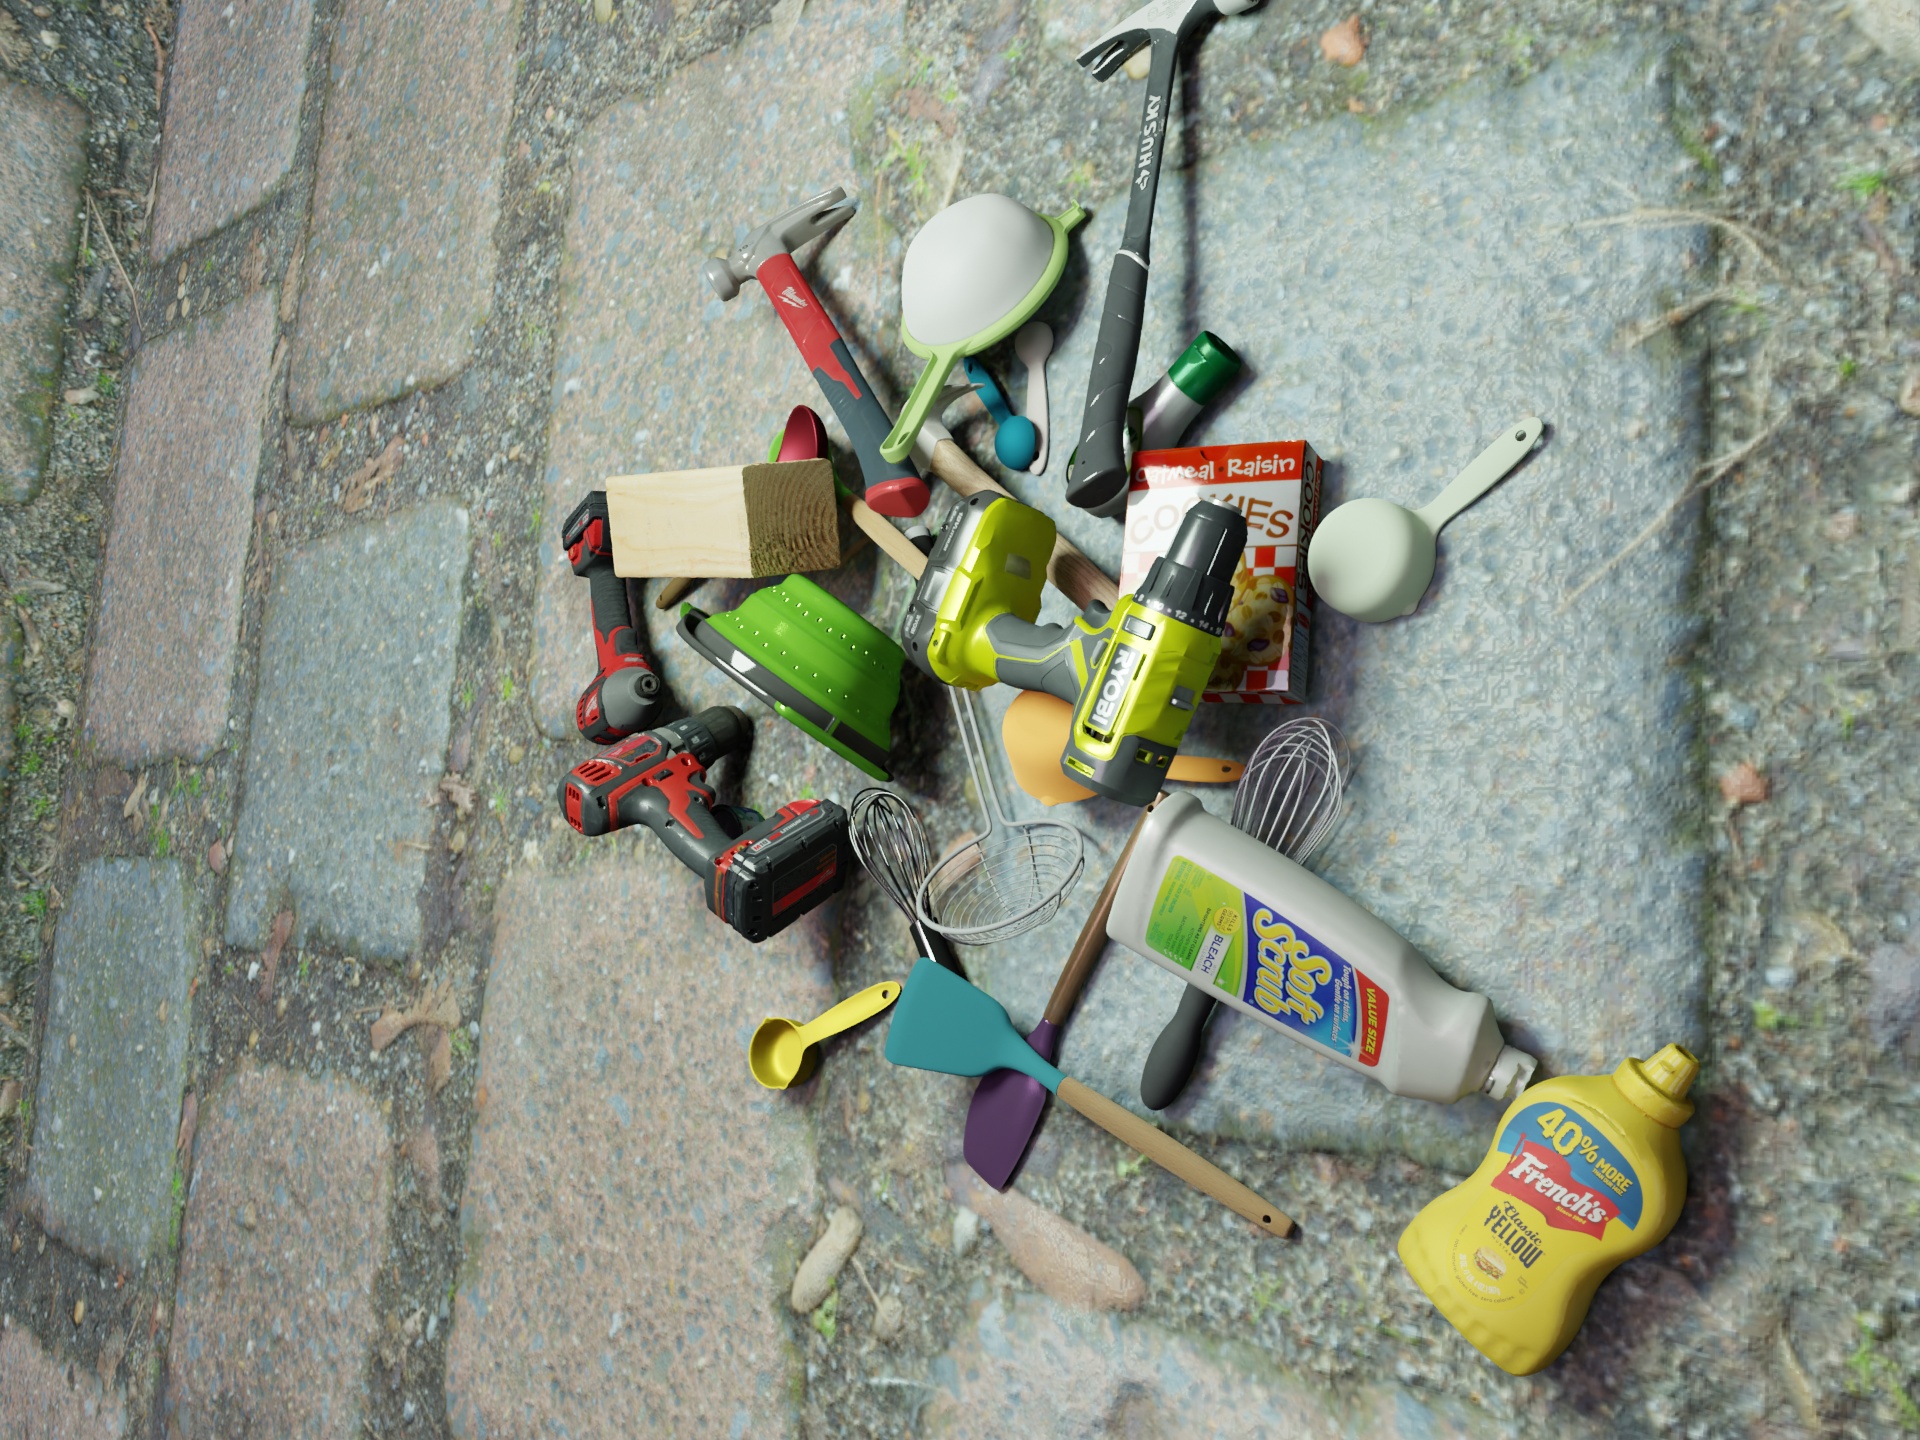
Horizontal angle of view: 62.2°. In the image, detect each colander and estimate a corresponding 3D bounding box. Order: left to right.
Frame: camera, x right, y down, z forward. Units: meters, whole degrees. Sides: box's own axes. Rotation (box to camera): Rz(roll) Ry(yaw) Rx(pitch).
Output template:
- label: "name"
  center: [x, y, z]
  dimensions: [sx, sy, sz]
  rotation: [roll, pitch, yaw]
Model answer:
- label: "colander"
  center: [-0.145, -0.070, 1.298]
  dimensions: [0.094, 0.204, 0.397]
  rotation: [-54, 30, -1]

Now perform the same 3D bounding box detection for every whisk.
- label: "whisk"
  center: [-0.030, 0.155, 1.205]
  dimensions: [0.055, 0.055, 0.239]
  rotation: [-39, 61, 31]
- label: "whisk"
  center: [0.175, 0.128, 1.015]
  dimensions: [0.070, 0.070, 0.284]
  rotation: [34, 111, 42]

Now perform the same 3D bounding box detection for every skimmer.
- label: "skimmer"
  center: [-0.002, -0.004, 1.178]
  dimensions: [0.127, 0.090, 0.364]
  rotation: [-21, 64, 12]

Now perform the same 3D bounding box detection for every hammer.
- label: "hammer"
  center: [-0.094, -0.301, 1.292]
  dimensions: [0.143, 0.038, 0.387]
  rotation: [-31, 51, 2]
- label: "hammer"
  center: [0.051, -0.141, 1.179]
  dimensions: [0.332, 0.031, 0.130]
  rotation: [46, 134, 34]
- label: "hammer"
  center: [0.120, -0.341, 1.123]
  dimensions: [0.149, 0.036, 0.409]
  rotation: [-5, 68, 45]

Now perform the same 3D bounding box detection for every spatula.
- label: "spatula"
  center: [0.074, 0.188, 1.119]
  dimensions: [0.060, 0.018, 0.316]
  rotation: [37, 108, 40]
- label: "spatula"
  center: [0.082, 0.260, 1.065]
  dimensions: [0.318, 0.044, 0.082]
  rotation: [25, 98, 37]

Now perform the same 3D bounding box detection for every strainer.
- label: "strainer"
  center: [-0.017, -0.309, 1.197]
  dimensions: [0.151, 0.069, 0.256]
  rotation: [1, 56, 40]

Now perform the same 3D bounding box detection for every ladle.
- label: "ladle"
  center: [-0.197, -0.176, 1.409]
  dimensions: [0.315, 0.031, 0.069]
  rotation: [-36, 61, 45]

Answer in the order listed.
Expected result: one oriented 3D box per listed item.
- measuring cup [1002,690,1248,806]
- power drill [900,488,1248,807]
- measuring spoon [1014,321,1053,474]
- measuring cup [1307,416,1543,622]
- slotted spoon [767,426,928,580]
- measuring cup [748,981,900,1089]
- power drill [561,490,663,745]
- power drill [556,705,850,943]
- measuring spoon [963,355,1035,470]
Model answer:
- label: "measuring cup"
  center: [0.108, 0.012, 1.078]
  dimensions: [0.174, 0.052, 0.095]
  rotation: [6, 47, 31]
- label: "power drill"
  center: [0.076, -0.071, 1.029]
  dimensions: [0.229, 0.080, 0.190]
  rotation: [29, 99, 46]
- label: "measuring spoon"
  center: [0.054, -0.249, 1.222]
  dimensions: [0.034, 0.018, 0.124]
  rotation: [-10, 76, 41]
- label: "measuring cup"
  center: [0.281, -0.129, 0.971]
  dimensions: [0.167, 0.038, 0.083]
  rotation: [-44, 55, 31]
- label: "slotted spoon"
  center: [-0.080, -0.166, 1.300]
  dimensions: [0.314, 0.031, 0.070]
  rotation: [45, 115, 47]
- label: "measuring cup"
  center: [-0.103, 0.248, 1.276]
  dimensions: [0.156, 0.029, 0.062]
  rotation: [-31, 61, 22]
- label: "power drill"
  center: [-0.316, -0.095, 1.484]
  dimensions: [0.143, 0.078, 0.220]
  rotation: [-23, 68, 58]
- label: "power drill"
  center: [-0.194, 0.069, 1.312]
  dimensions: [0.227, 0.188, 0.080]
  rotation: [28, 130, 29]
- label: "measuring spoon"
  center: [0.022, -0.245, 1.244]
  dimensions: [0.129, 0.021, 0.042]
  rotation: [63, 141, 34]
